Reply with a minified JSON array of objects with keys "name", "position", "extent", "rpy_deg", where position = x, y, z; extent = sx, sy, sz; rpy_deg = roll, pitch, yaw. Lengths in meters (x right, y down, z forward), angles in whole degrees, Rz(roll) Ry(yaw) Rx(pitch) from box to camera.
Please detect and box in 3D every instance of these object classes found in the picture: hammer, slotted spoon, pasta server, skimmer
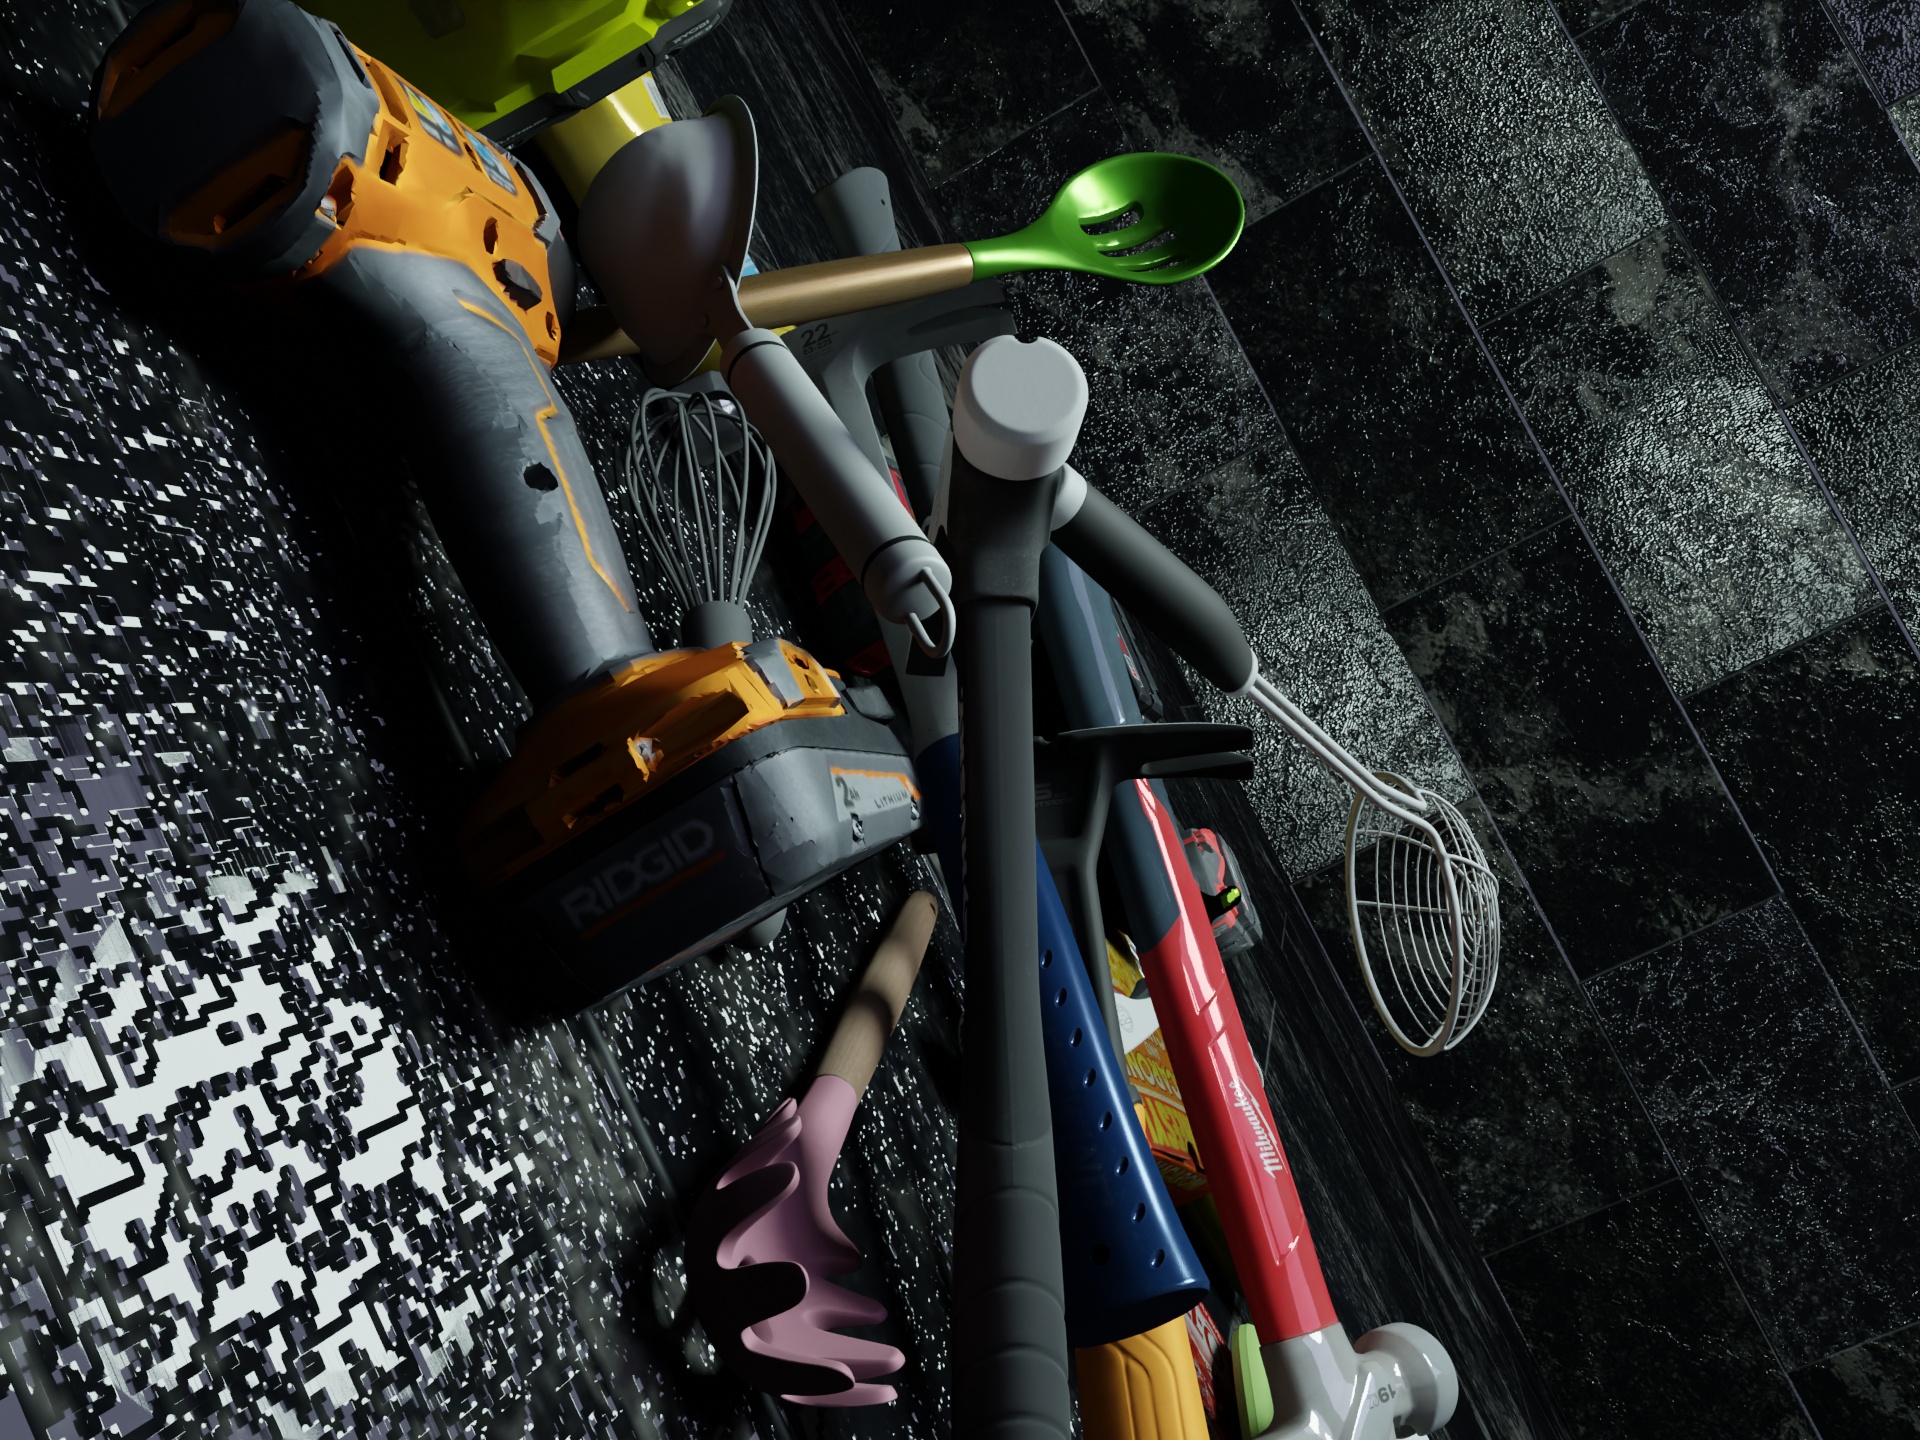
[{"name":"hammer","position":[-0.001,-0.002,0.536],"extent":[0.035,0.144,0.406],"rpy_deg":[56,13,-54]},{"name":"hammer","position":[0.010,0.085,0.397],"extent":[0.146,0.035,0.335],"rpy_deg":[108,-17,-68]},{"name":"slotted spoon","position":[-0.022,-0.161,0.571],"extent":[0.070,0.313,0.031],"rpy_deg":[55,-33,23]},{"name":"hammer","position":[0.067,0.075,0.588],"extent":[0.143,0.038,0.387],"rpy_deg":[4,61,-42]},{"name":"hammer","position":[0.006,-0.056,0.669],"extent":[0.149,0.036,0.409],"rpy_deg":[7,63,-55]},{"name":"pasta server","position":[-0.026,0.098,0.468],"extent":[0.316,0.040,0.060],"rpy_deg":[-57,126,-78]},{"name":"skimmer","position":[0.118,0.025,0.634],"extent":[0.362,0.090,0.127],"rpy_deg":[36,29,-38]},{"name":"hammer","position":[0.053,0.148,0.478],"extent":[0.034,0.127,0.337],"rpy_deg":[76,7,-56]}]

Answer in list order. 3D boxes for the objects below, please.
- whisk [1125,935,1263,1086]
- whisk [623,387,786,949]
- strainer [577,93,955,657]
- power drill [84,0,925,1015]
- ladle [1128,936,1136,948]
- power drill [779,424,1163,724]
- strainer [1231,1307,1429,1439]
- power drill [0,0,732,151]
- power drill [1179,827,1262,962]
[{"name":"whisk","position":[0.097,0.131,0.907],"extent":[0.246,0.059,0.058],"rpy_deg":[55,38,-14]},{"name":"whisk","position":[-0.079,-0.028,0.518],"extent":[0.055,0.055,0.239],"rpy_deg":[49,22,-48]},{"name":"strainer","position":[-0.058,-0.100,0.424],"extent":[0.050,0.086,0.259],"rpy_deg":[4,37,-36]},{"name":"power drill","position":[-0.099,-0.053,0.396],"extent":[0.226,0.084,0.164],"rpy_deg":[60,10,4]},{"name":"ladle","position":[0.125,0.174,0.869],"extent":[0.069,0.031,0.315],"rpy_deg":[-6,-69,56]},{"name":"power drill","position":[-0.007,-0.076,0.796],"extent":[0.226,0.080,0.188],"rpy_deg":[30,32,-47]},{"name":"strainer","position":[0.153,0.279,0.646],"extent":[0.256,0.069,0.151],"rpy_deg":[-81,157,-63]},{"name":"power drill","position":[-0.139,-0.213,0.406],"extent":[0.080,0.171,0.223],"rpy_deg":[60,3,-10]},{"name":"power drill","position":[0.108,0.058,1.052],"extent":[0.219,0.078,0.143],"rpy_deg":[54,14,-24]}]
